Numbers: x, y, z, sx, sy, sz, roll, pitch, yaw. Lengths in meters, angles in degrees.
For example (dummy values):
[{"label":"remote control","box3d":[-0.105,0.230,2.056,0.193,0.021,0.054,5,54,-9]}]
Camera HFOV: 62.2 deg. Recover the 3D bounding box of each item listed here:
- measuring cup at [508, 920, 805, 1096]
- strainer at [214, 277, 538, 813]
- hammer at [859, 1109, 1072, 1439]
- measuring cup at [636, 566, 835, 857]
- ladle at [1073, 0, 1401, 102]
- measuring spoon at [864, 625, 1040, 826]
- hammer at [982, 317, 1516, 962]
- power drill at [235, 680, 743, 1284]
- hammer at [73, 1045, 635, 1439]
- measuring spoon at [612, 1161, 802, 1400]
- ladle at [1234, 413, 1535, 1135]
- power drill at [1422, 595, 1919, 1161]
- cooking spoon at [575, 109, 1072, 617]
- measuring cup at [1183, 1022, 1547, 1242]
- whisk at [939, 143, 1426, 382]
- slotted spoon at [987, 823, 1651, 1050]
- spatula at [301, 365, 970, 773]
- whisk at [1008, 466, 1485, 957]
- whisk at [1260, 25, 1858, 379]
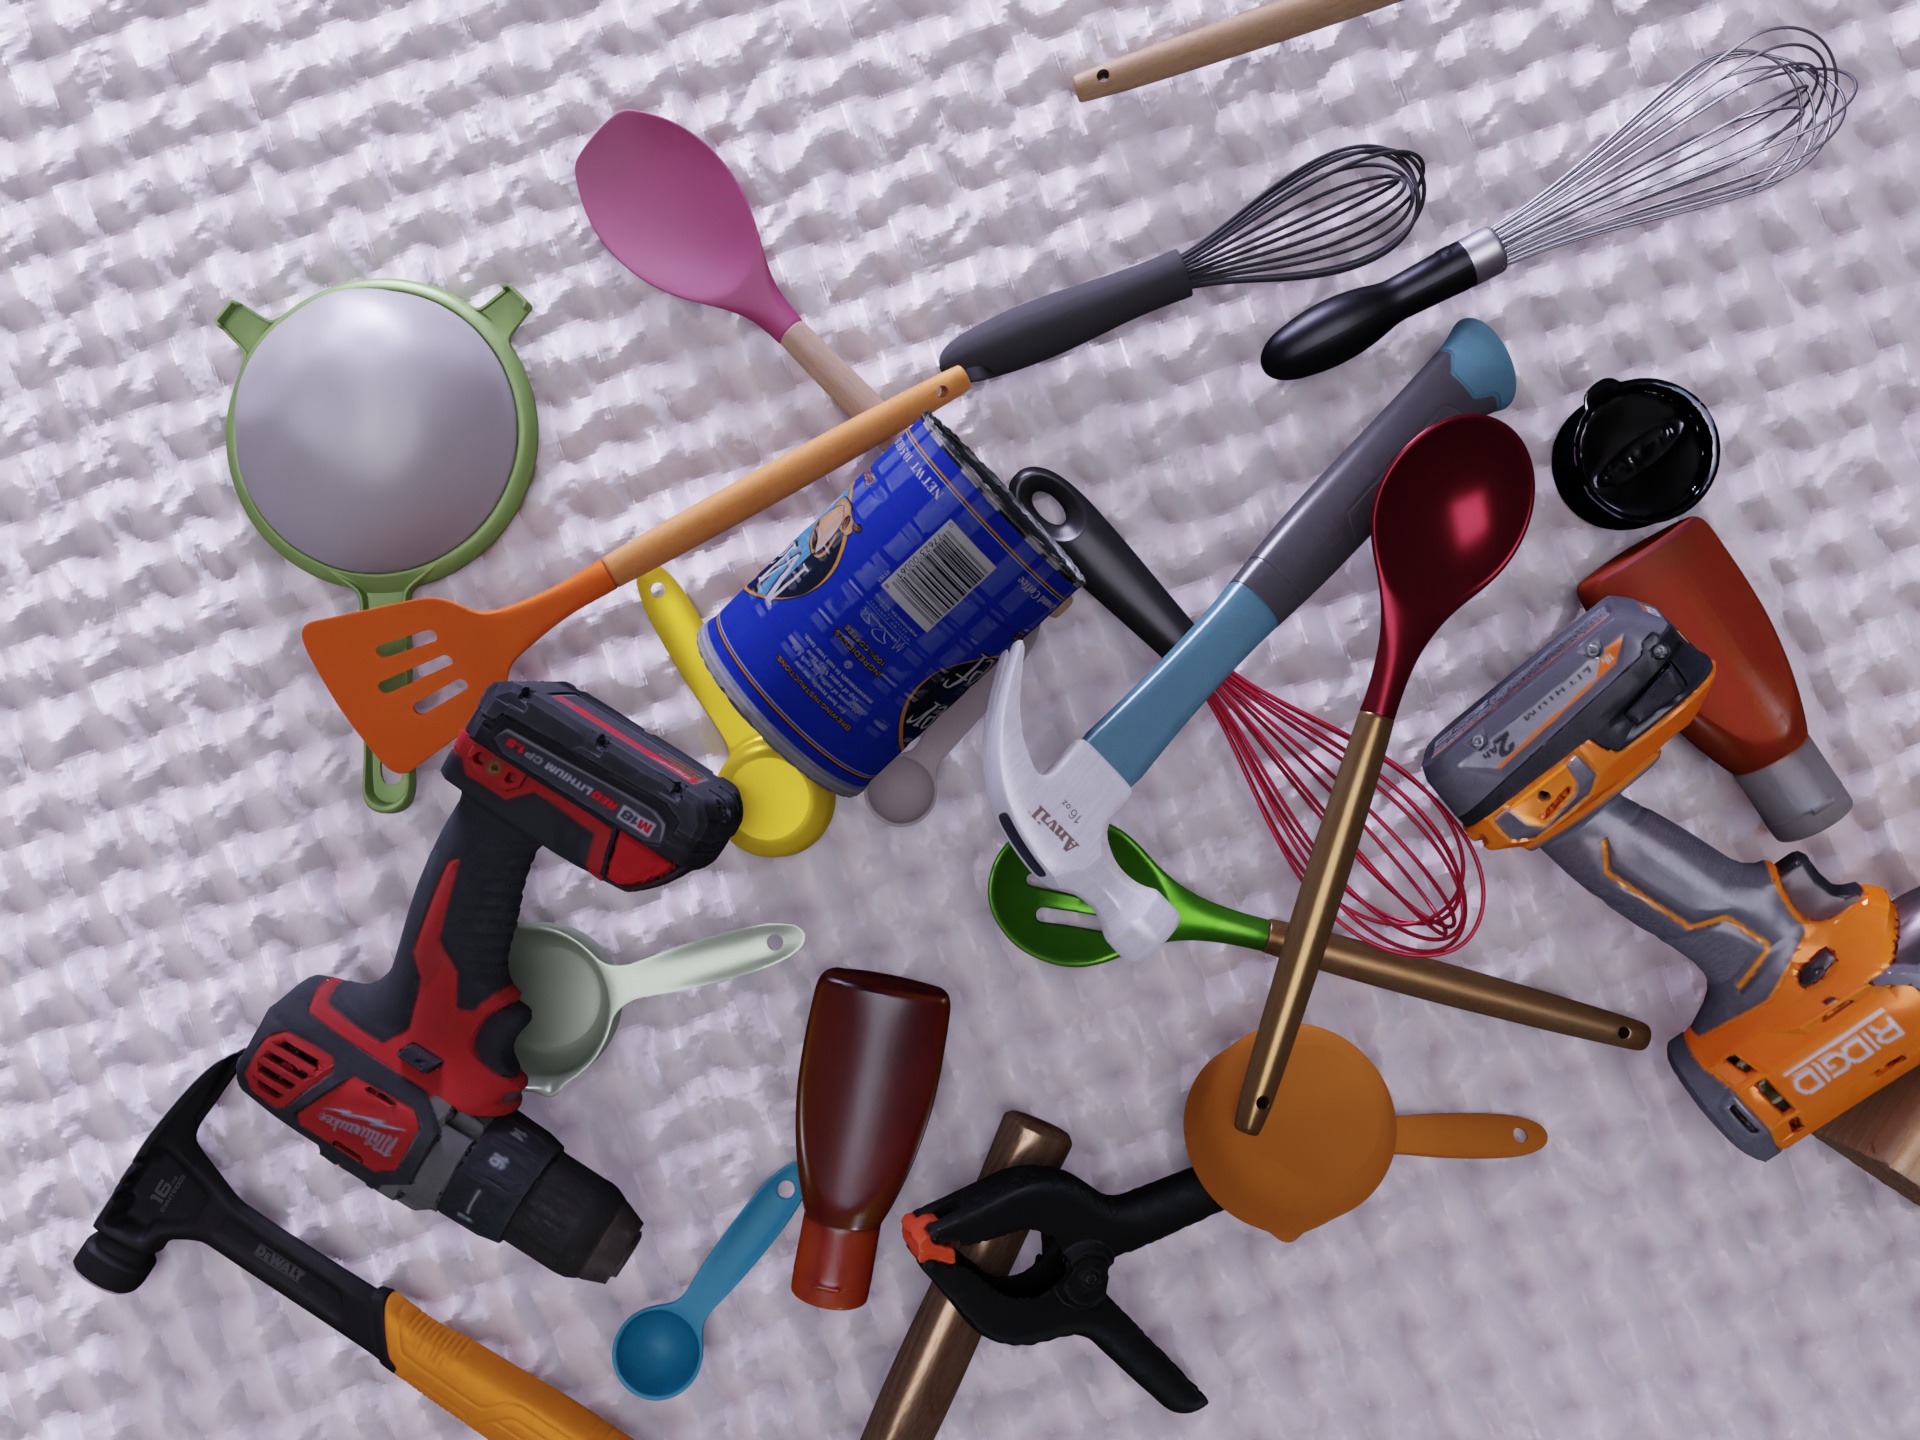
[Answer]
[{"label":"measuring cup","box3d":[-0.152,0.120,0.742,0.167,0.038,0.083,-15,88,0]},{"label":"strainer","box3d":[-0.276,-0.085,0.732,0.151,0.069,0.256,-3,87,2]},{"label":"hammer","box3d":[-0.035,0.334,0.725,0.130,0.031,0.331,26,86,-19]},{"label":"measuring cup","box3d":[-0.112,-0.006,0.744,0.062,0.029,0.156,-30,90,1]},{"label":"ladle","box3d":[0.209,-0.341,0.741,0.320,0.062,0.078,-16,90,8]},{"label":"measuring spoon","box3d":[-0.001,-0.002,0.752,0.034,0.018,0.124,37,84,2]},{"label":"hammer","box3d":[0.136,-0.058,0.690,0.128,0.033,0.331,45,73,-3]},{"label":"power drill","box3d":[-0.181,0.115,0.687,0.188,0.080,0.226,32,93,2]},{"label":"hammer","box3d":[-0.242,0.291,0.743,0.337,0.034,0.127,33,91,2]},{"label":"measuring spoon","box3d":[-0.113,0.261,0.751,0.042,0.021,0.128,39,81,3]},{"label":"ladle","box3d":[0.169,0.023,0.671,0.069,0.031,0.315,19,88,-10]},{"label":"power drill","box3d":[0.328,0.056,0.674,0.164,0.084,0.226,-43,85,21]},{"label":"cooking spoon","box3d":[-0.062,-0.165,0.752,0.069,0.017,0.319,-45,88,10]},{"label":"measuring cup","box3d":[0.190,0.180,0.710,0.173,0.052,0.095,2,64,-7]},{"label":"whisk","box3d":[0.102,-0.206,0.737,0.239,0.055,0.055,-20,89,6]},{"label":"slotted spoon","box3d":[0.165,0.108,0.736,0.314,0.031,0.070,15,90,0]},{"label":"spatula","box3d":[-0.139,-0.081,0.724,0.322,0.041,0.081,-30,109,-6]},{"label":"whisk","box3d":[0.125,-0.008,0.727,0.073,0.073,0.296,-43,82,1]},{"label":"whisk","box3d":[0.267,-0.228,0.727,0.284,0.070,0.070,-26,88,7]}]
